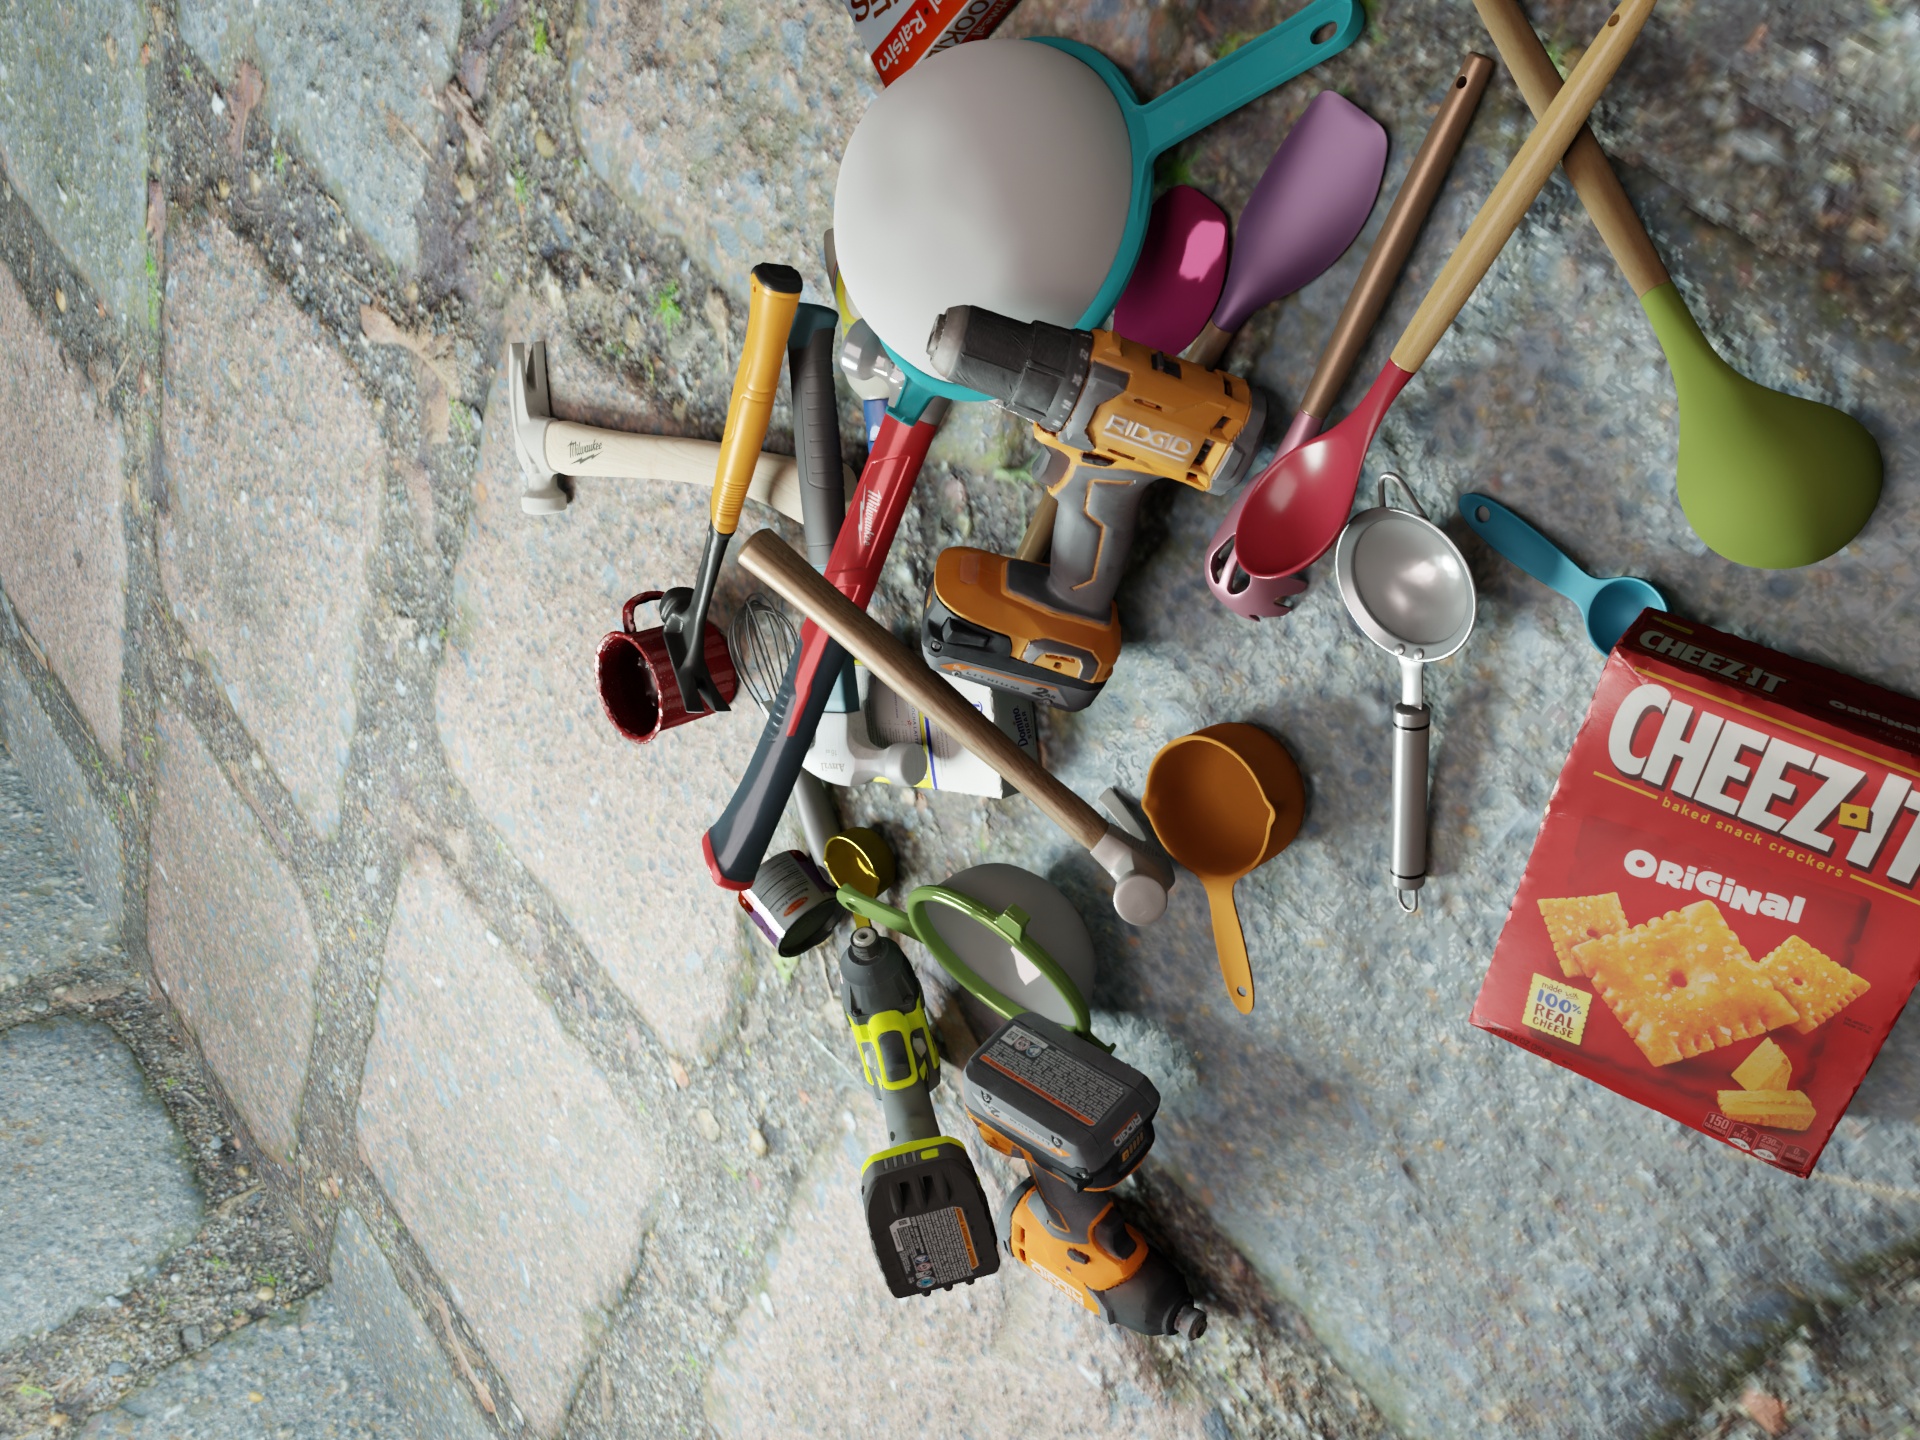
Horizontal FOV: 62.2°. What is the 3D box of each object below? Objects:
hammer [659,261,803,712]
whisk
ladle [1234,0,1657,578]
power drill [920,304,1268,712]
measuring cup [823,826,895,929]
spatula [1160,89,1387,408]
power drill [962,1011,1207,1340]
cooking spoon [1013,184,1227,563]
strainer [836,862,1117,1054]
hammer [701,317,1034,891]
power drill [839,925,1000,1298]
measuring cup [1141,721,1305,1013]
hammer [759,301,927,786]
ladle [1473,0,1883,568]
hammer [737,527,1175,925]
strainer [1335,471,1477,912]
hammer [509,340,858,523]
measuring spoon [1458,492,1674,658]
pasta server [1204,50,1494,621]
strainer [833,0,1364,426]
[{"bbox_3d":[-0.160,-0.161,1.116,0.127,0.034,0.336,-114,34,-41],"label":"hammer"},{"bbox_3d":[-0.127,0.017,1.226,0.055,0.055,0.239,-5,105,47],"label":"whisk"},{"bbox_3d":[0.221,-0.190,0.747,0.315,0.031,0.069,-61,35,37],"label":"ladle"},{"bbox_3d":[0.044,-0.123,0.905,0.084,0.185,0.226,-86,17,-47],"label":"power drill"},{"bbox_3d":[-0.066,0.151,1.233,0.062,0.029,0.156,15,127,41],"label":"measuring cup"},{"bbox_3d":[0.136,-0.199,0.888,0.060,0.018,0.315,43,132,11],"label":"spatula"},{"bbox_3d":[0.089,0.316,1.060,0.164,0.084,0.226,24,139,38],"label":"power drill"},{"bbox_3d":[0.076,-0.171,0.959,0.069,0.017,0.318,45,132,23],"label":"cooking spoon"},{"bbox_3d":[0.008,0.136,1.109,0.256,0.069,0.151,15,145,49],"label":"strainer"},{"bbox_3d":[-0.072,-0.053,1.037,0.143,0.038,0.386,27,106,14],"label":"hammer"},{"bbox_3d":[-0.039,0.266,1.108,0.223,0.080,0.171,-107,4,-48],"label":"power drill"},{"bbox_3d":[0.167,0.085,0.941,0.095,0.052,0.173,1,107,46],"label":"measuring cup"},{"bbox_3d":[-0.090,-0.120,1.088,0.128,0.033,0.331,1,98,38],"label":"hammer"},{"bbox_3d":[0.301,-0.212,0.704,0.078,0.062,0.320,-35,72,43],"label":"ladle"},{"bbox_3d":[-0.002,-0.003,0.974,0.331,0.130,0.031,40,102,1],"label":"hammer"},{"bbox_3d":[0.238,-0.011,0.839,0.087,0.050,0.258,23,127,48],"label":"strainer"},{"bbox_3d":[-0.230,-0.215,1.248,0.411,0.038,0.146,15,114,41],"label":"hammer"},{"bbox_3d":[0.296,-0.075,0.776,0.129,0.021,0.042,48,134,35],"label":"measuring spoon"},{"bbox_3d":[0.198,-0.185,0.825,0.060,0.040,0.316,40,126,28],"label":"pasta server"},{"bbox_3d":[0.044,-0.308,0.852,0.340,0.095,0.211,-18,74,39],"label":"strainer"}]
